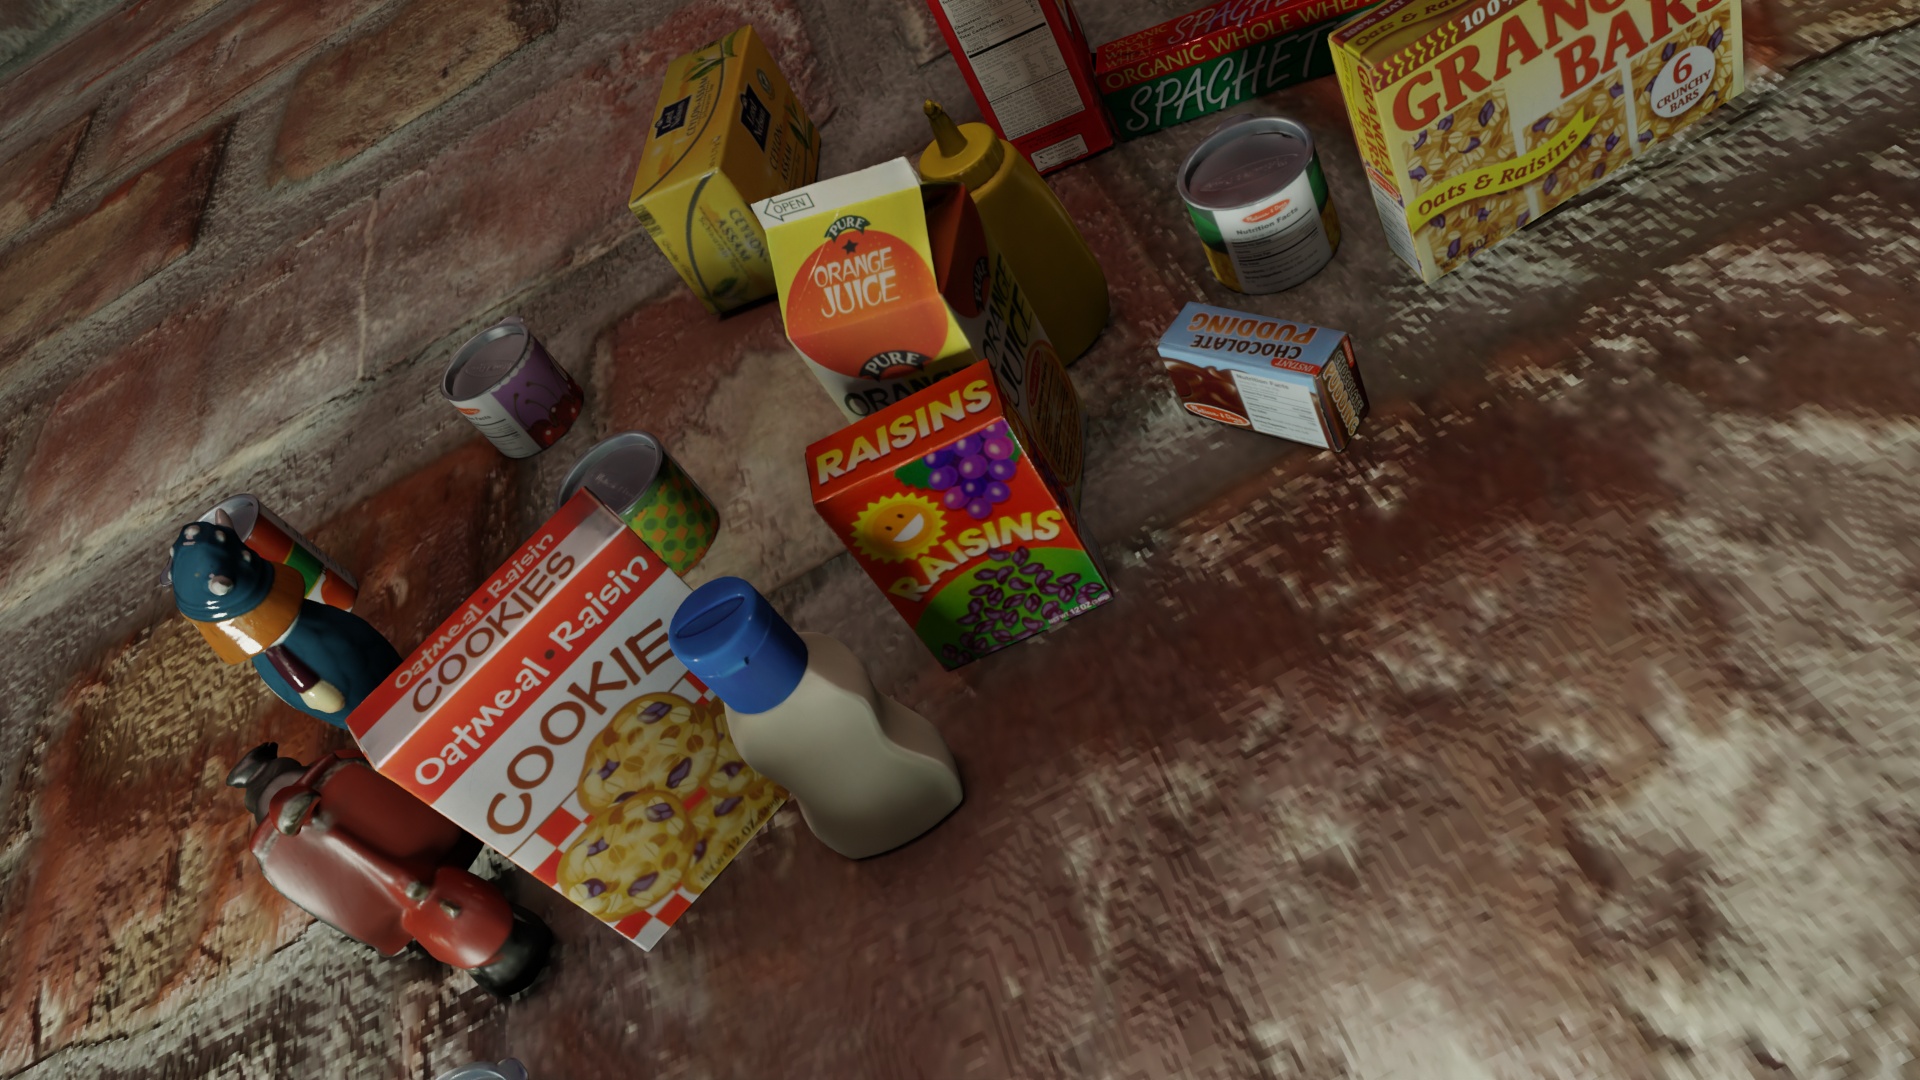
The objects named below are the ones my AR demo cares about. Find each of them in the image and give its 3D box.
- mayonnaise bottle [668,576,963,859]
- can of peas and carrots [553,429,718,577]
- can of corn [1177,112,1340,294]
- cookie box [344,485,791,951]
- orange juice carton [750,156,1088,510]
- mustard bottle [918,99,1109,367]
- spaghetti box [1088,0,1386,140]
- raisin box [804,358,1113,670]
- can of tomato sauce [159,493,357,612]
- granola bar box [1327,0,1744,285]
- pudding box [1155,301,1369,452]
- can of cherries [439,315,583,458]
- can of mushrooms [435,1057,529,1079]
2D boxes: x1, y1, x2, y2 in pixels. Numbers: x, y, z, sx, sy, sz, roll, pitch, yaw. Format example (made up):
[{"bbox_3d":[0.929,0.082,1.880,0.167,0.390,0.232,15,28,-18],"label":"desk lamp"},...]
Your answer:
[{"bbox_3d":[-0.056,0.069,0.533,0.065,0.147,0.041,-29,44,6],"label":"mayonnaise bottle"},{"bbox_3d":[-0.173,-0.014,0.739,0.071,0.058,0.071,-17,47,19],"label":"can of peas and carrots"},{"bbox_3d":[0.146,-0.165,0.678,0.071,0.058,0.071,-17,47,19],"label":"can of corn"},{"bbox_3d":[-0.140,0.077,0.563,0.123,0.167,0.040,-47,45,-12],"label":"cookie box"},{"bbox_3d":[-0.012,-0.085,0.607,0.072,0.192,0.073,-11,49,24],"label":"orange juice carton"},{"bbox_3d":[0.019,-0.151,0.669,0.065,0.159,0.049,-45,45,-10],"label":"mustard bottle"},{"bbox_3d":[0.195,-0.281,0.755,0.250,0.050,0.029,-13,48,21],"label":"spaghetti box"},{"bbox_3d":[0.002,-0.007,0.582,0.086,0.123,0.040,-24,45,12],"label":"raisin box"},{"bbox_3d":[-0.421,0.024,0.838,0.071,0.082,0.071,-17,47,19],"label":"can of tomato sauce"},{"bbox_3d":[0.252,-0.206,0.603,0.165,0.123,0.039,-32,44,4],"label":"granola bar box"},{"bbox_3d":[0.133,-0.073,0.613,0.084,0.049,0.030,20,66,41],"label":"pudding box"},{"bbox_3d":[-0.280,-0.096,0.875,0.071,0.058,0.072,-17,47,19],"label":"can of cherries"},{"bbox_3d":[-0.187,0.242,0.547,0.071,0.033,0.071,-16,47,18],"label":"can of mushrooms"}]
